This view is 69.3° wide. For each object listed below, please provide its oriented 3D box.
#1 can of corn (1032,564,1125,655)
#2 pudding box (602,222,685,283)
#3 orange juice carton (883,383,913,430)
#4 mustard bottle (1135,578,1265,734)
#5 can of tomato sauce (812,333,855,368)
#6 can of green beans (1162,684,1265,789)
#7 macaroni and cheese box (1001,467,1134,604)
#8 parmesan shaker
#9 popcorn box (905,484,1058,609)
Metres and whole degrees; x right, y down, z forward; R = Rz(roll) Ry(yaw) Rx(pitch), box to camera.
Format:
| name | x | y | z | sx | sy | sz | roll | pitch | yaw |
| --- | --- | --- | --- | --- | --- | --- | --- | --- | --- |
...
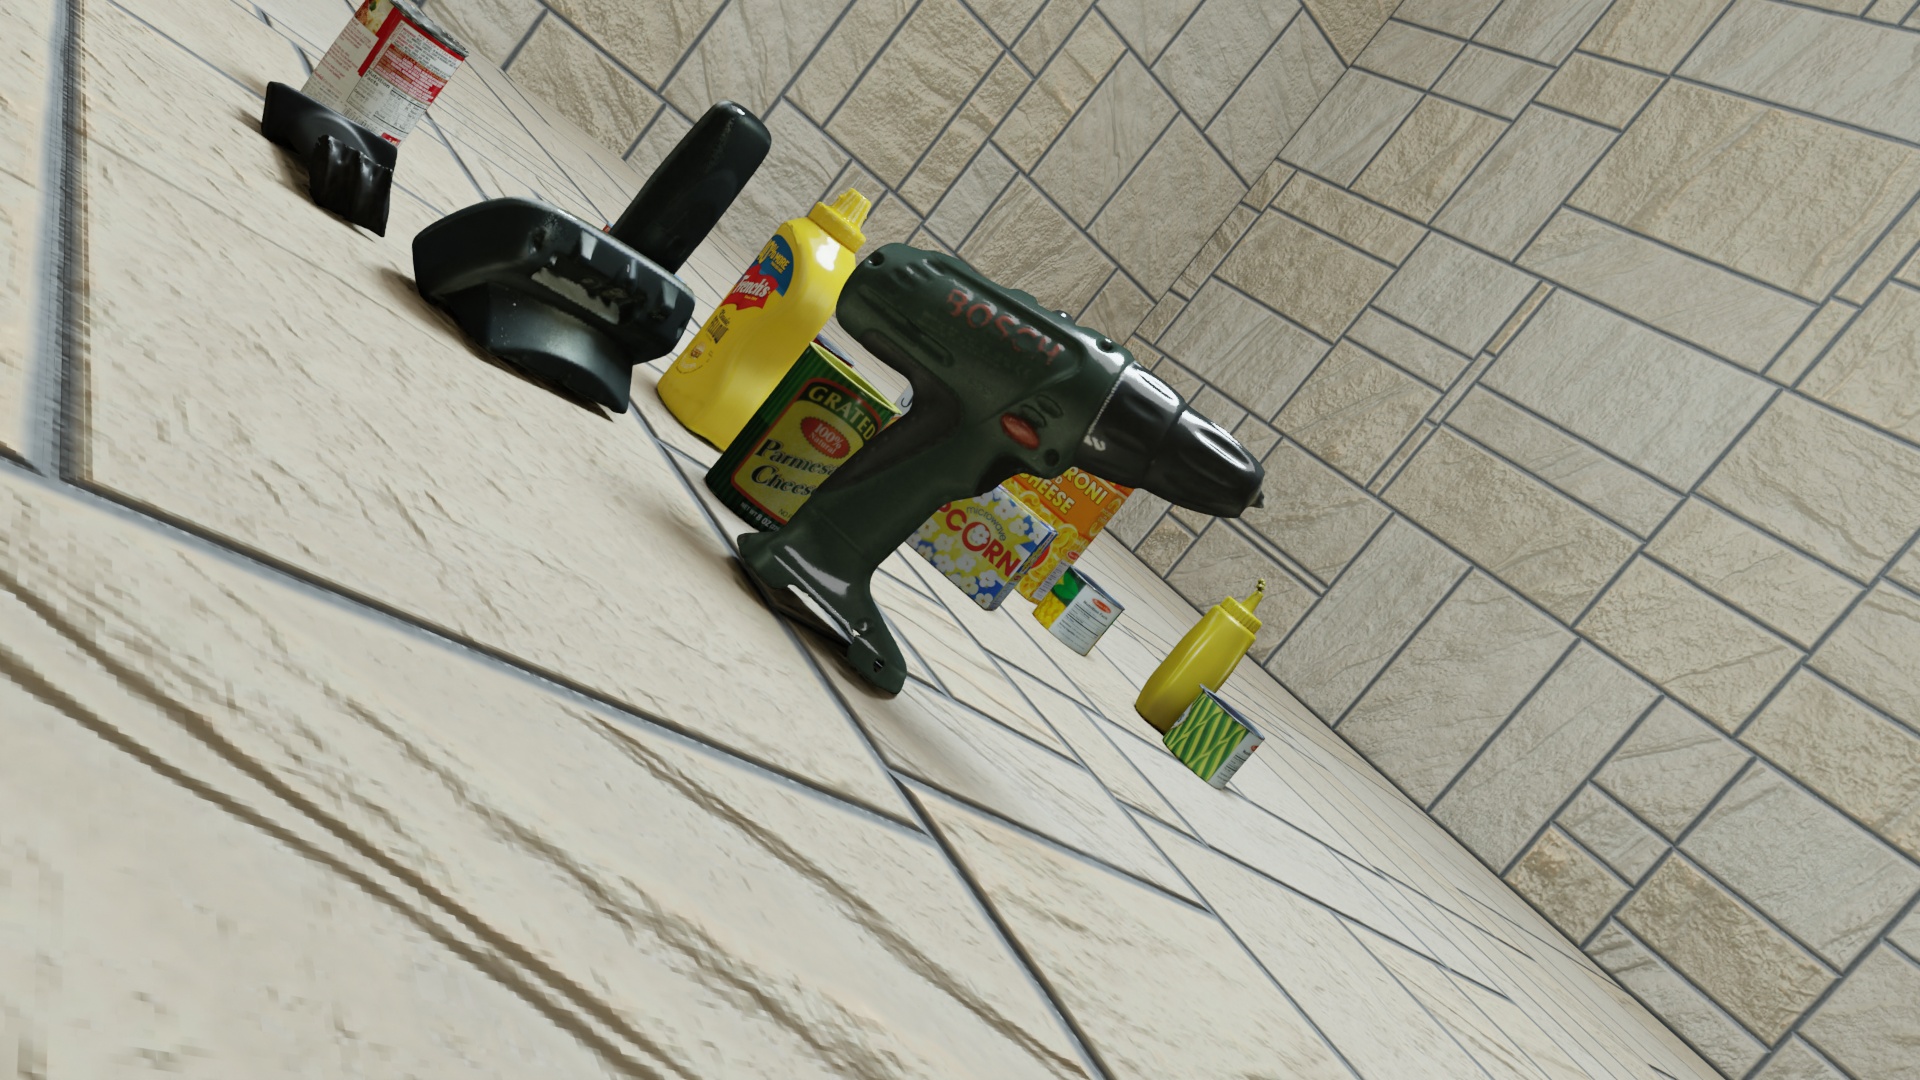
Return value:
| name | x | y | z | sx | sy | sz | roll | pitch | yaw |
| --- | --- | --- | --- | --- | --- | --- | --- | --- | --- |
| can of corn | 0.110 | 0.065 | 1.299 | 0.071 | 0.058 | 0.071 | 38 | 6 | -5 |
| pudding box | -0.279 | -0.226 | 1.181 | 0.084 | 0.049 | 0.030 | 41 | 7 | 18 |
| orange juice carton | -0.008 | -0.116 | 1.291 | 0.073 | 0.192 | 0.071 | 43 | 7 | 33 |
| mustard bottle | 0.220 | 0.099 | 1.226 | 0.049 | 0.160 | 0.065 | 38 | 6 | -6 |
| can of tomato sauce | -0.142 | -0.141 | 1.209 | 0.071 | 0.083 | 0.071 | 38 | 6 | -5 |
| can of green beans | 0.214 | 0.168 | 1.176 | 0.071 | 0.057 | 0.071 | 38 | 6 | -5 |
| macaroni and cheese box | 0.083 | -0.039 | 1.382 | 0.124 | 0.166 | 0.040 | 42 | 7 | 25 |
| parmesan shaker | -0.092 | -0.056 | 0.824 | 0.071 | 0.103 | 0.071 | 38 | 6 | -5 |
| popcorn box | 0.004 | -0.014 | 1.144 | 0.127 | 0.085 | 0.038 | 40 | 6 | 12 |
